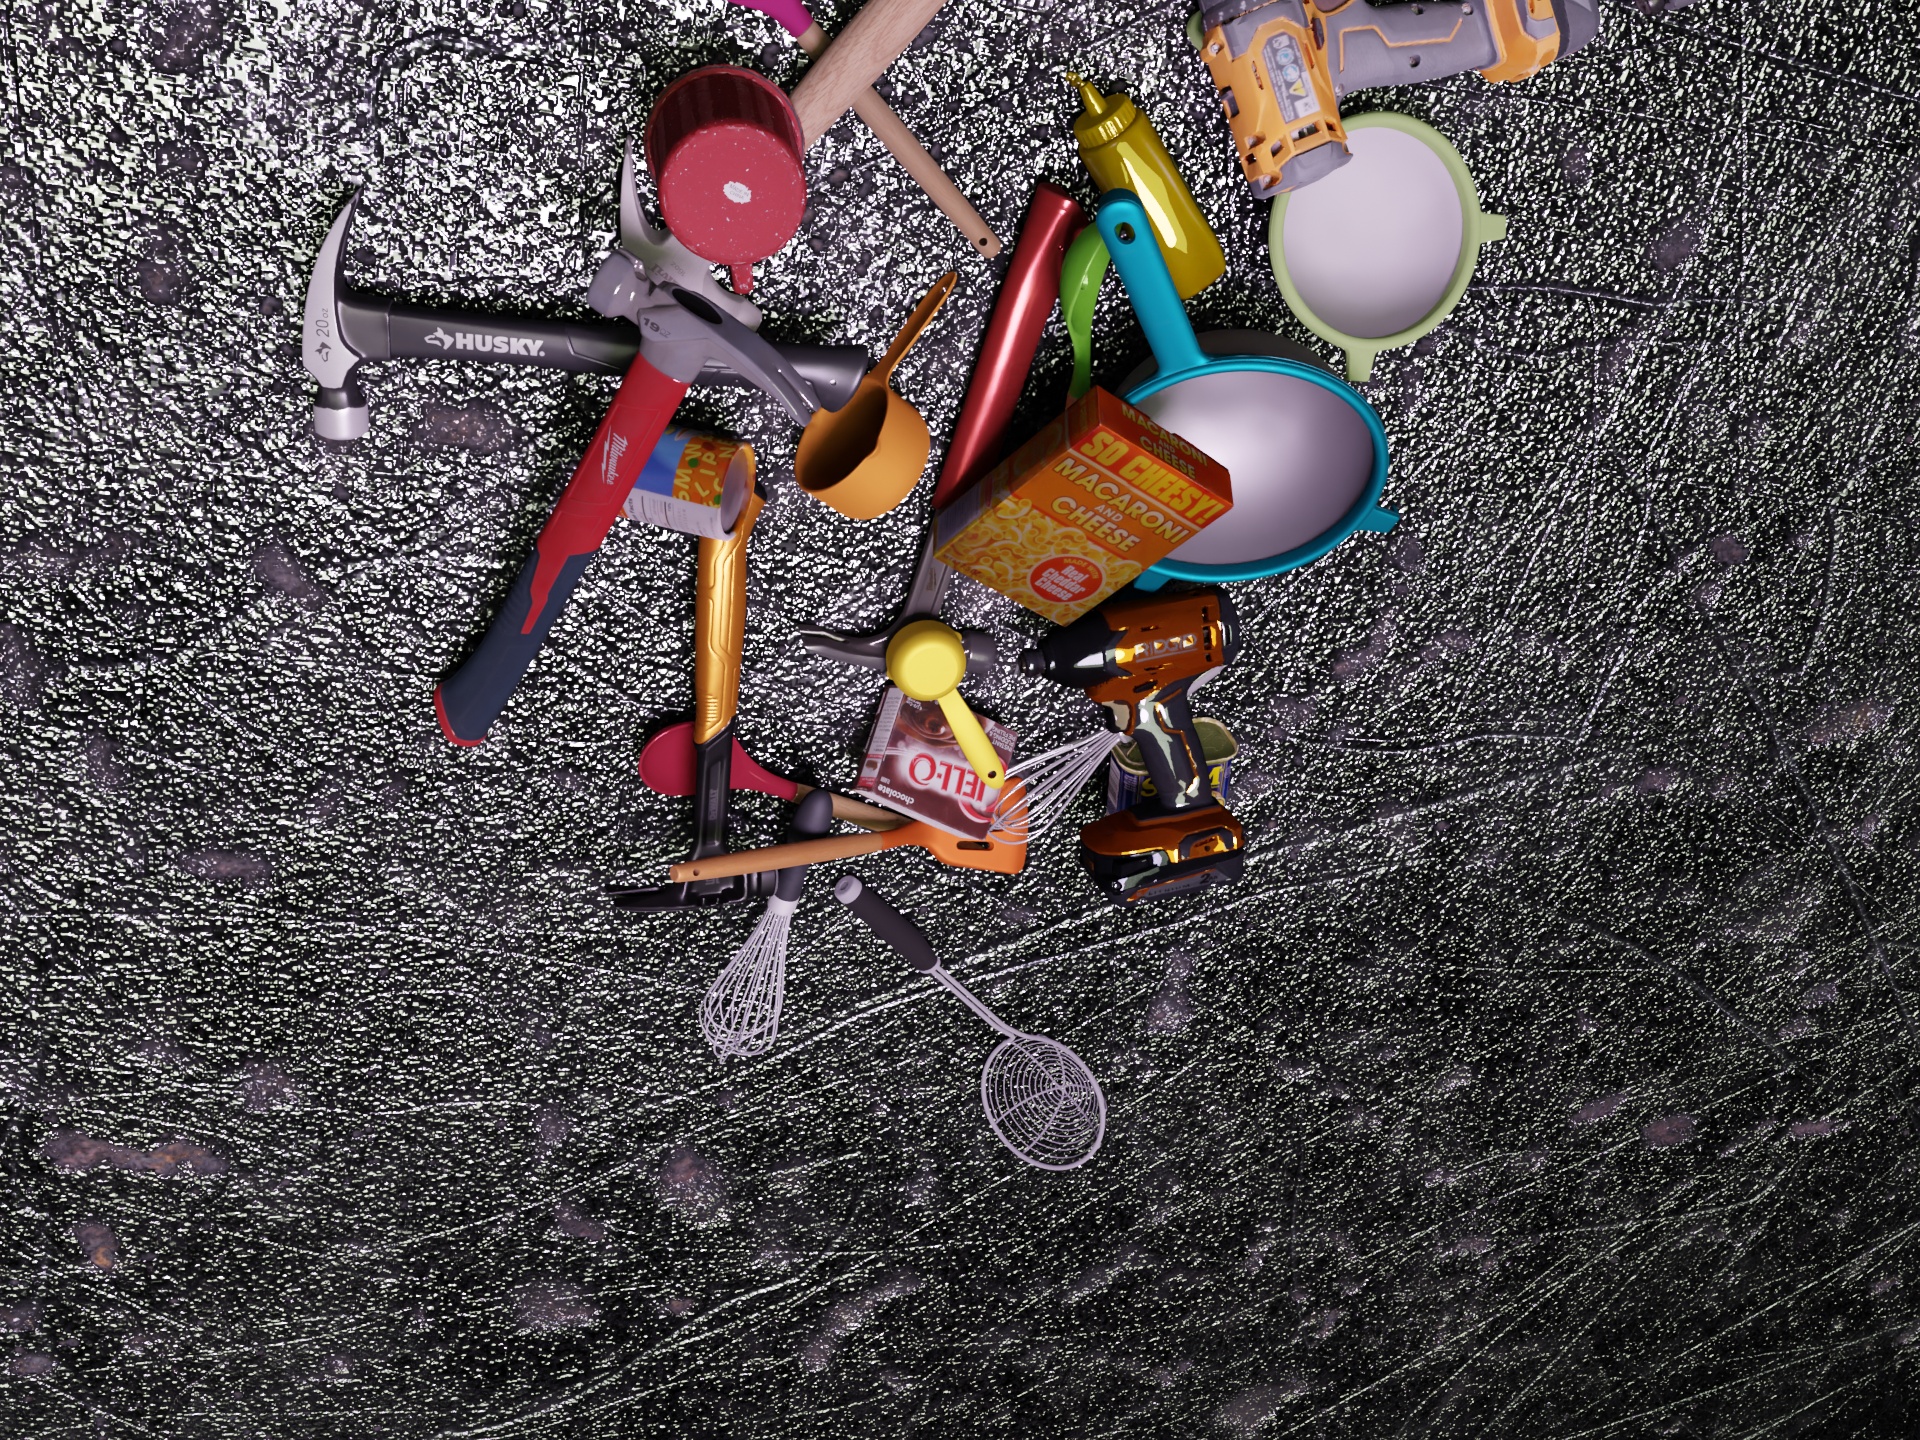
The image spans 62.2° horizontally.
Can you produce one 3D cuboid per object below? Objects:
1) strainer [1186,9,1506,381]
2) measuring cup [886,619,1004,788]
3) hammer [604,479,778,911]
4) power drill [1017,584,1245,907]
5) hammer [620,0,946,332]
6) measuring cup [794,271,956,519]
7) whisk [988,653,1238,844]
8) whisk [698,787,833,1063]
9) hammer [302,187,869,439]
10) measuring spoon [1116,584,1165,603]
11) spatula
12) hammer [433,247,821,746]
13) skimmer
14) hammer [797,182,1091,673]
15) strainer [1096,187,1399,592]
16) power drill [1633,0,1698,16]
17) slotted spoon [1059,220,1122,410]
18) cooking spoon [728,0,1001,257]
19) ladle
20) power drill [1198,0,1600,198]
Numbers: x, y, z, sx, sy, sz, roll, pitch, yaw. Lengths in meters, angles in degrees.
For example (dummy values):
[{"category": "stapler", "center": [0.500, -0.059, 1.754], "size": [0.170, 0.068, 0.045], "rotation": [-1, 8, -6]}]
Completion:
[{"category": "strainer", "center": [0.228, -0.358, 1.046], "size": [0.256, 0.069, 0.151], "rotation": [44, 89, -17]}, {"category": "measuring cup", "center": [-0.002, -0.004, 1.171], "size": [0.062, 0.029, 0.156], "rotation": [-29, 118, 2]}, {"category": "hammer", "center": [-0.181, -0.015, 1.127], "size": [0.127, 0.034, 0.336], "rotation": [-5, 117, -26]}, {"category": "power drill", "center": [0.131, 0.020, 1.197], "size": [0.164, 0.084, 0.226], "rotation": [-11, 109, -12]}, {"category": "hammer", "center": [-0.076, -0.371, 0.926], "size": [0.331, 0.031, 0.130], "rotation": [-42, 125, 21]}, {"category": "measuring cup", "center": [-0.038, -0.211, 1.052], "size": [0.052, 0.095, 0.173], "rotation": [34, 89, -39]}, {"category": "whisk", "center": [0.118, 0.013, 1.255], "size": [0.246, 0.059, 0.057], "rotation": [-37, 163, 2]}, {"category": "whisk", "center": [-0.150, 0.168, 1.268], "size": [0.070, 0.070, 0.284], "rotation": [8, 123, -23]}, {"category": "hammer", "center": [-0.223, -0.231, 0.968], "size": [0.334, 0.035, 0.146], "rotation": [3, 122, -10]}, {"category": "measuring spoon", "center": [0.143, -0.048, 1.249], "size": [0.042, 0.021, 0.128], "rotation": [-10, 126, -12]}, {"category": "spatula", "center": [-0.076, 0.095, 1.207], "size": [0.322, 0.041, 0.081], "rotation": [-6, 99, -43]}, {"category": "hammer", "center": [-0.235, -0.104, 1.005], "size": [0.143, 0.038, 0.386], "rotation": [34, 126, -8]}, {"category": "skimmer", "center": [0.002, 0.267, 1.377], "size": [0.127, 0.090, 0.362], "rotation": [-16, 132, 34]}, {"category": "hammer", "center": [0.002, -0.191, 1.096], "size": [0.149, 0.037, 0.359], "rotation": [7, 121, -22]}, {"category": "strainer", "center": [0.157, -0.233, 1.055], "size": [0.211, 0.095, 0.340], "rotation": [-13, 140, 21]}, {"category": "power drill", "center": [0.448, -0.551, 0.974], "size": [0.143, 0.079, 0.219], "rotation": [-41, 129, 12]}, {"category": "slotted spoon", "center": [0.078, -0.202, 1.089], "size": [0.031, 0.070, 0.313], "rotation": [19, 138, 16]}, {"category": "cooking spoon", "center": [-0.076, -0.390, 0.943], "size": [0.068, 0.017, 0.318], "rotation": [-37, 126, 16]}, {"category": "ladle", "center": [-0.108, 0.063, 1.241], "size": [0.315, 0.031, 0.069], "rotation": [21, 116, -31]}, {"category": "power drill", "center": [0.250, -0.444, 0.962], "size": [0.226, 0.084, 0.185], "rotation": [-24, 102, -4]}]
